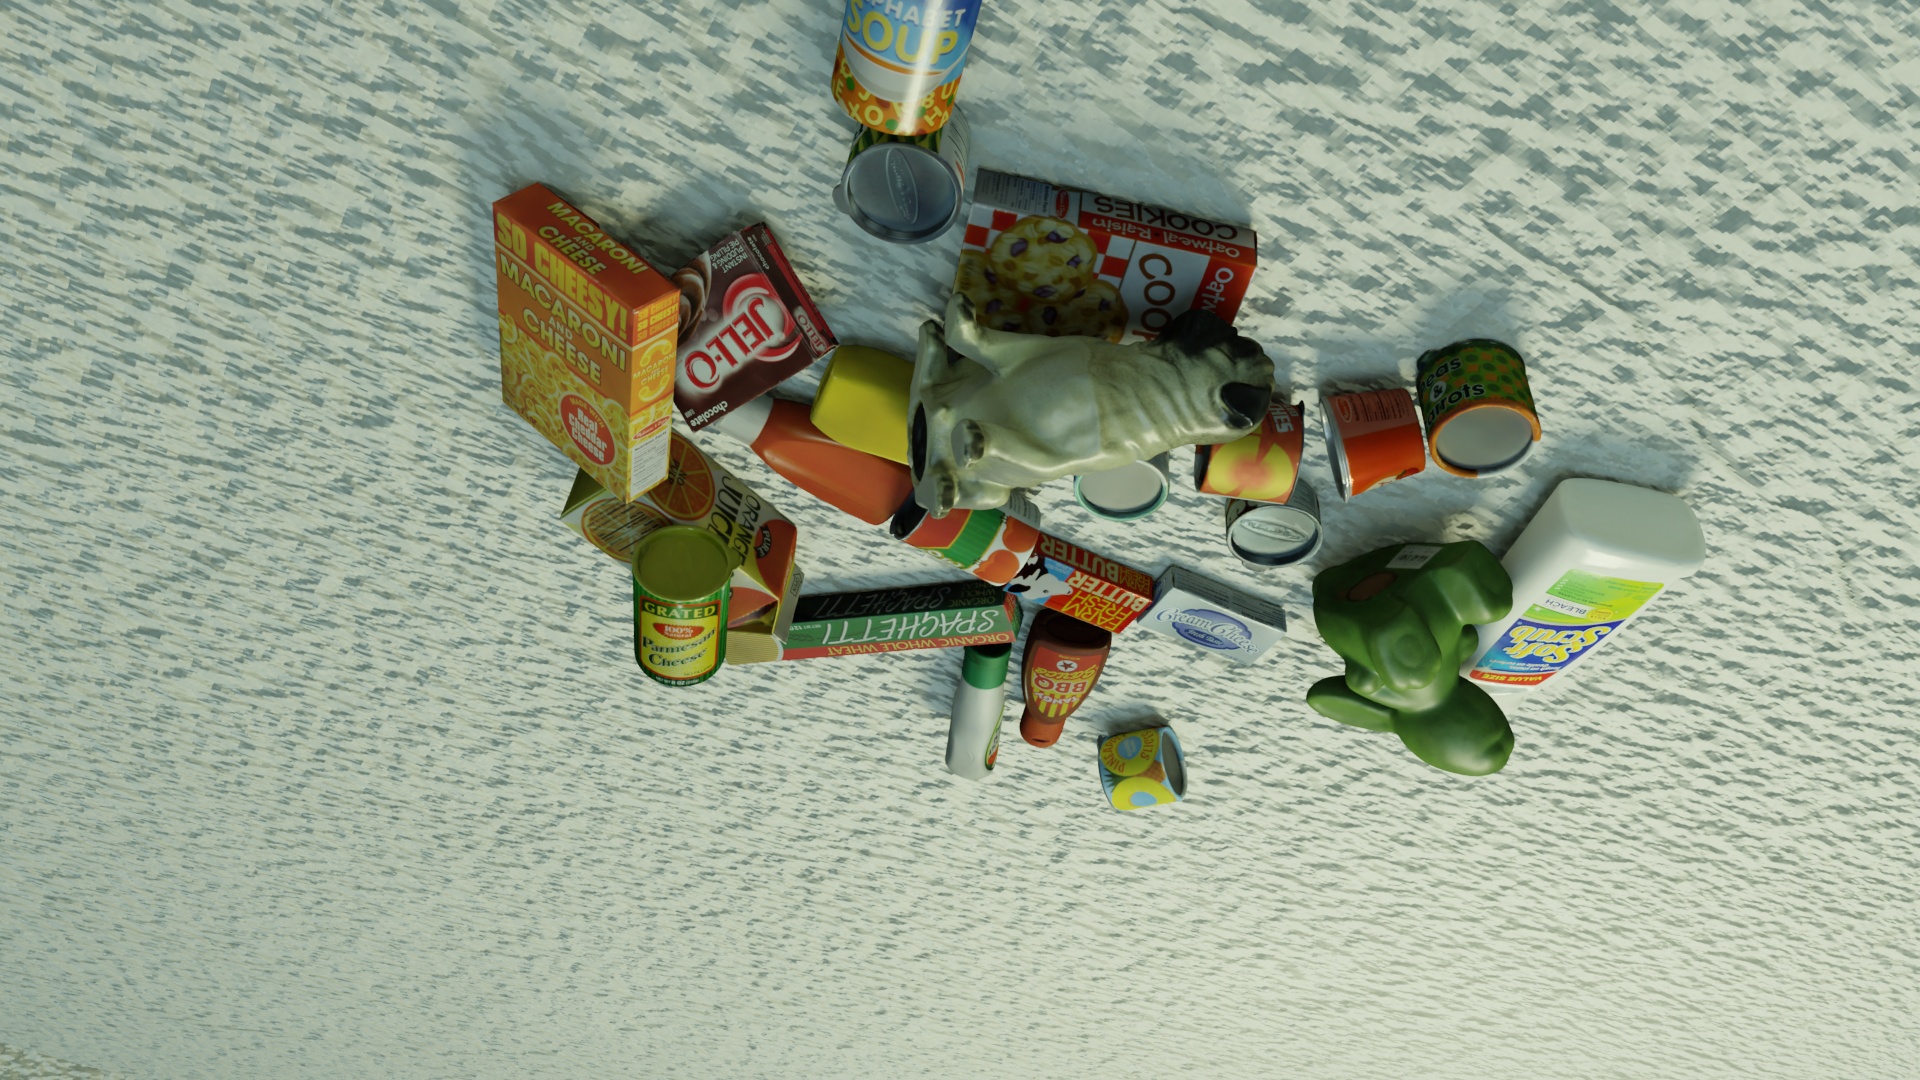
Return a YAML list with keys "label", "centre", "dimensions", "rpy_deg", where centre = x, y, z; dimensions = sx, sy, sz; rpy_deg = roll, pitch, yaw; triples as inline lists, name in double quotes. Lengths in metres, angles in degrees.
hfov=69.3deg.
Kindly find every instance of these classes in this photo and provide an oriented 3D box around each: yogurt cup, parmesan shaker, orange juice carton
- label: "yogurt cup"
  centre: [0.262, -0.065, 0.884]
  dimensions: [0.054, 0.073, 0.072]
  rpy_deg: [-13, 135, 10]
- label: "parmesan shaker"
  centre: [-0.190, 0.047, 0.960]
  dimensions: [0.071, 0.072, 0.102]
  rpy_deg: [10, 138, -3]
- label: "orange juice carton"
  centre: [-0.187, -0.001, 1.012]
  dimensions: [0.073, 0.072, 0.192]
  rpy_deg: [-26, 129, 32]

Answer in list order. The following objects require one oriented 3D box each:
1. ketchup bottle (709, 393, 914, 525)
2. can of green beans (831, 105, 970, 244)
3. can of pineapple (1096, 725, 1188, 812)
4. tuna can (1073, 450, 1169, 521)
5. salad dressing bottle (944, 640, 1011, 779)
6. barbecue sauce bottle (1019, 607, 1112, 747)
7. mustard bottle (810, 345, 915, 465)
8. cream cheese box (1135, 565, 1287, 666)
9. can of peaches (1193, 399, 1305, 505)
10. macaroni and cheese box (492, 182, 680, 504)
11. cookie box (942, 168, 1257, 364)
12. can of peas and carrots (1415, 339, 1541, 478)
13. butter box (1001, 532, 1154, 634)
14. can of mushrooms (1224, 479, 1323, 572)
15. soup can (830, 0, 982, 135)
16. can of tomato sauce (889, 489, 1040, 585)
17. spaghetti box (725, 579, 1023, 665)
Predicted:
- label: "ketchup bottle"
  centre: [-0.104, -0.064, 0.949]
  dimensions: [0.149, 0.044, 0.064]
  rpy_deg: [27, 134, -21]
- label: "can of green beans"
  centre: [-0.029, -0.207, 0.766]
  dimensions: [0.071, 0.058, 0.071]
  rpy_deg: [4, 139, 3]
- label: "can of pineapple"
  centre: [0.156, 0.194, 1.189]
  dimensions: [0.058, 0.071, 0.070]
  rpy_deg: [-16, 134, 24]
- label: "tuna can"
  centre: [0.108, -0.045, 0.950]
  dimensions: [0.071, 0.033, 0.070]
  rpy_deg: [4, 138, 3]
- label: "salad dressing bottle"
  centre: [0.016, 0.135, 1.149]
  dimensions: [0.044, 0.064, 0.146]
  rpy_deg: [13, 131, 7]
- label: "barbecue sauce bottle"
  centre: [0.077, 0.114, 1.126]
  dimensions: [0.065, 0.044, 0.147]
  rpy_deg: [8, 139, -3]
- label: "mustard bottle"
  centre: [-0.017, -0.077, 0.920]
  dimensions: [0.160, 0.049, 0.065]
  rpy_deg: [20, 137, -15]
- label: "cream cheese box"
  centre: [0.192, 0.058, 1.062]
  dimensions: [0.104, 0.024, 0.053]
  rpy_deg: [21, 136, -15]
- label: "can of peaches"
  centre: [0.186, -0.061, 0.897]
  dimensions: [0.058, 0.071, 0.070]
  rpy_deg: [7, 139, 1]
- label: "macaroni and cheese box"
  centre: [-0.234, -0.120, 0.865]
  dimensions: [0.124, 0.040, 0.165]
  rpy_deg: [37, 140, 17]
- label: "cookie box"
  centre: [0.079, -0.146, 0.835]
  dimensions: [0.167, 0.040, 0.122]
  rpy_deg: [12, 139, -4]
- label: "can of peas and carrots"
  centre: [0.318, -0.082, 0.859]
  dimensions: [0.071, 0.059, 0.070]
  rpy_deg: [4, 138, 3]
- label: "butter box"
  centre: [0.089, 0.033, 1.047]
  dimensions: [0.103, 0.024, 0.052]
  rpy_deg: [21, 137, -15]
- label: "can of mushrooms"
  centre: [0.217, -0.012, 0.971]
  dimensions: [0.071, 0.034, 0.070]
  rpy_deg: [3, 139, 3]
- label: "soup can"
  centre: [-0.027, -0.256, 0.700]
  dimensions: [0.071, 0.072, 0.083]
  rpy_deg: [13, 138, -7]
- label: "can of tomato sauce"
  centre: [0.003, -0.012, 0.975]
  dimensions: [0.083, 0.071, 0.071]
  rpy_deg: [26, 135, -21]
- label: "spaghetti box"
  centre: [-0.077, 0.065, 1.104]
  dimensions: [0.250, 0.029, 0.050]
  rpy_deg: [-6, 138, 14]
